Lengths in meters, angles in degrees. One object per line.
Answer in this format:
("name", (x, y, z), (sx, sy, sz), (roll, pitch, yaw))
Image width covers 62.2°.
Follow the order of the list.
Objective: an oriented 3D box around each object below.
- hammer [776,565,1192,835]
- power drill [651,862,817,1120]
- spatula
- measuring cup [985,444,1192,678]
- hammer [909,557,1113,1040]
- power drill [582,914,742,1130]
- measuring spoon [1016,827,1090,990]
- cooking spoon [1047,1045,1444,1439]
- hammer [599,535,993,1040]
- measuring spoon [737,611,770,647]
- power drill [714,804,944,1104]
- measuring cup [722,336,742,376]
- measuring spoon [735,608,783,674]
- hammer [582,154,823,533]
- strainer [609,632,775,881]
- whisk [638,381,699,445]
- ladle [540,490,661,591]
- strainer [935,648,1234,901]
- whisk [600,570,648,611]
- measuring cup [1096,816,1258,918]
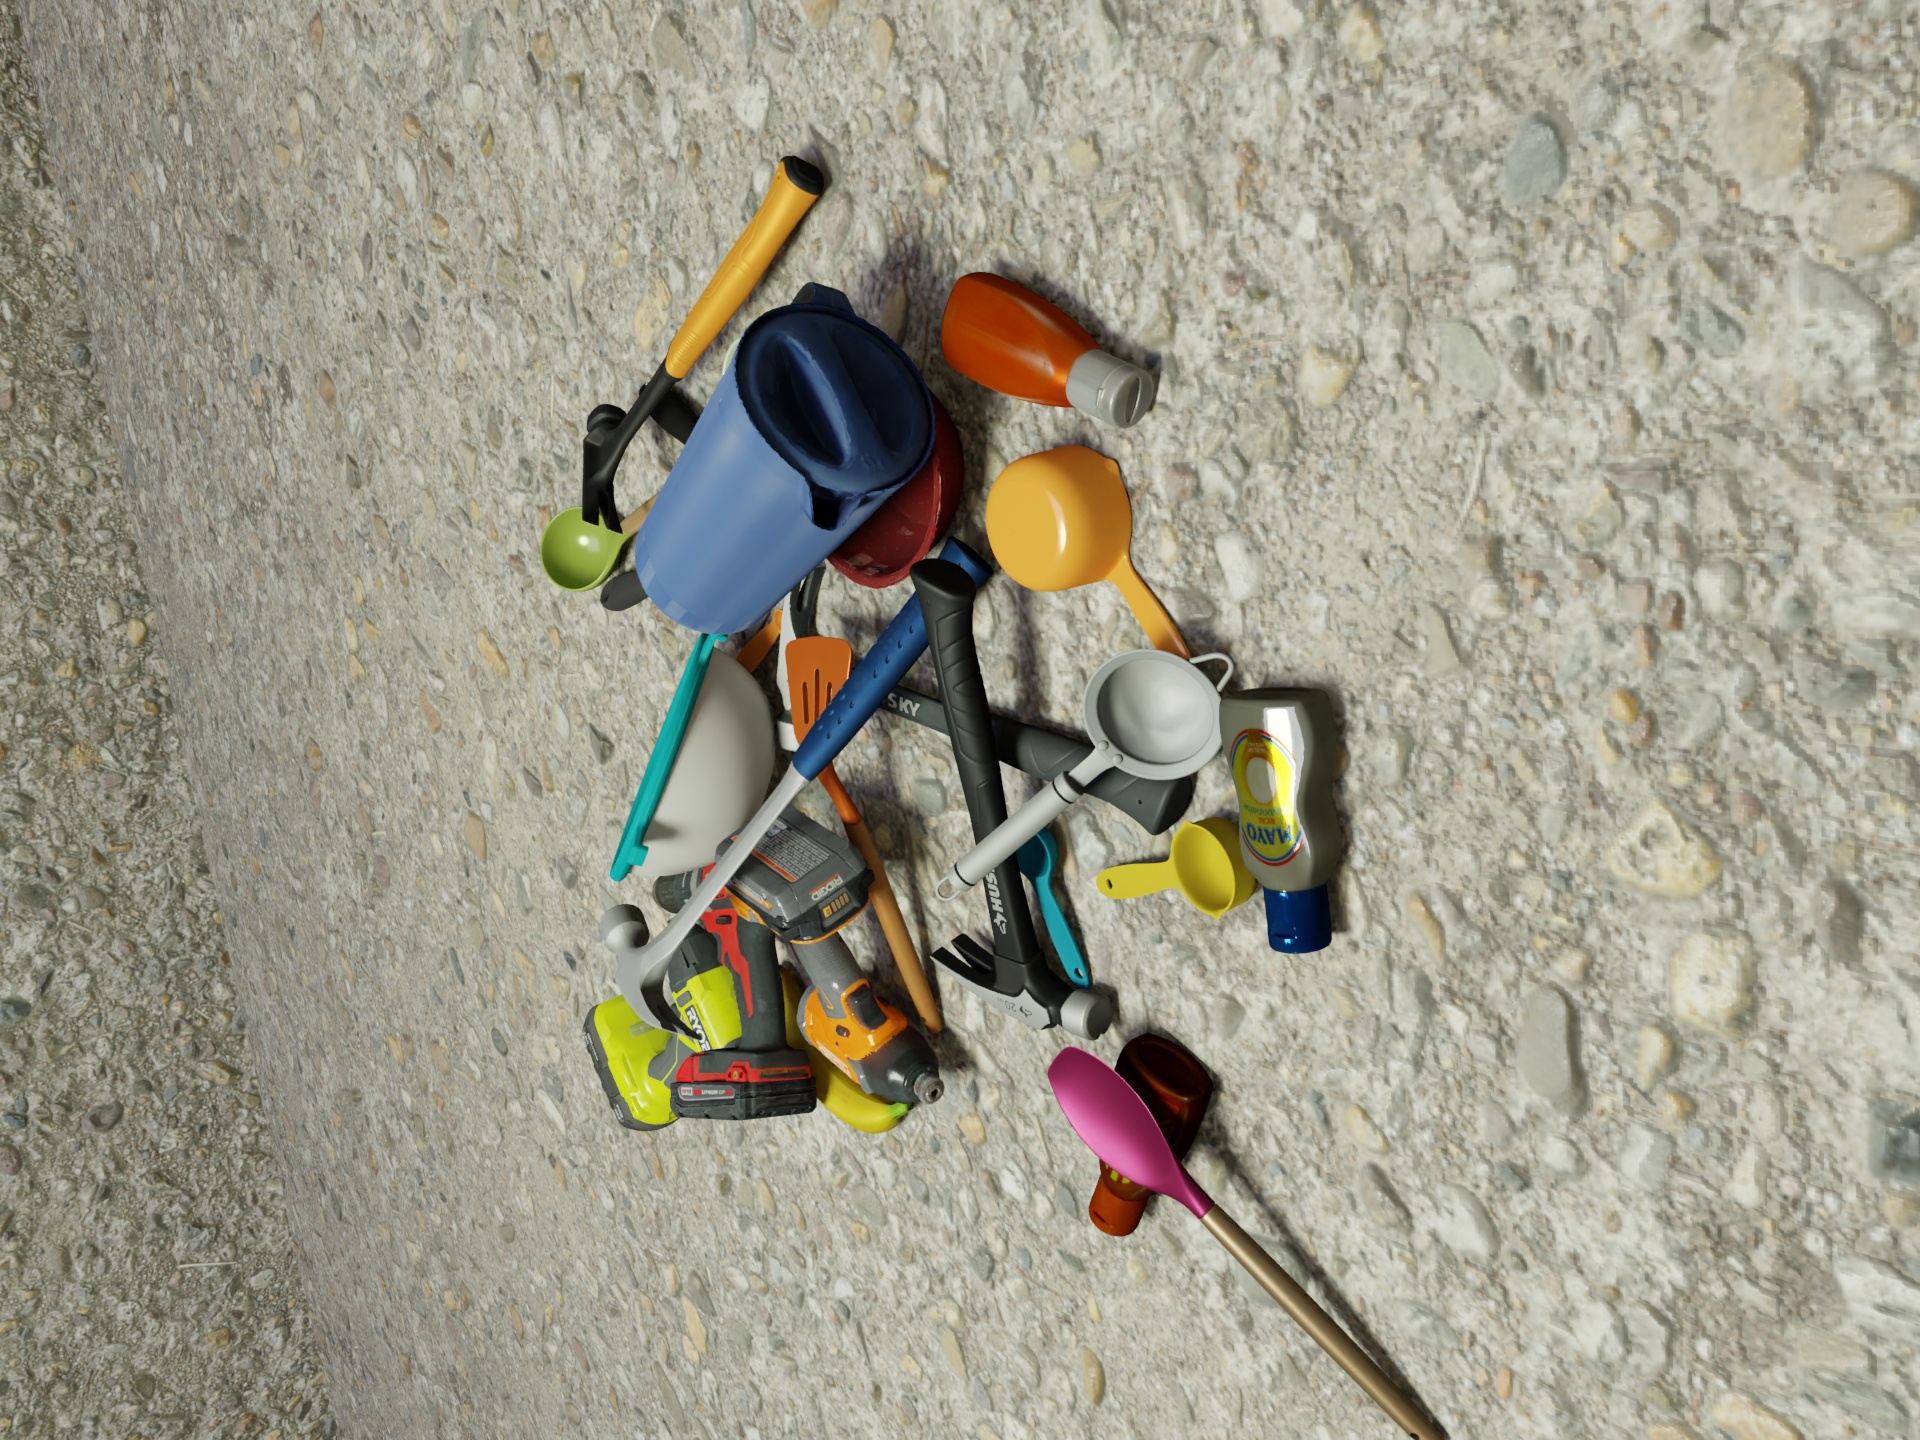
("hammer", (-0.002, -0.004, 1.110), (0.409, 0.036, 0.149), (20, 117, 44))
("power drill", (-0.200, 0.219, 1.353), (0.188, 0.080, 0.227), (-12, 76, 45))
("spatula", (-0.065, 0.092, 1.189), (0.081, 0.041, 0.322), (2, 118, 49))
("measuring cup", (0.078, -0.090, 0.966), (0.174, 0.052, 0.095), (57, 139, 20))
("hammer", (0.013, 0.053, 1.058), (0.146, 0.035, 0.334), (12, 122, 45))
("power drill", (-0.269, 0.289, 1.505), (0.223, 0.080, 0.171), (-39, 73, 45))
("measuring spoon", (0.068, 0.126, 1.091), (0.042, 0.021, 0.128), (-11, 104, 52))
("cooking spoon", (0.172, 0.324, 0.987), (0.319, 0.017, 0.068), (44, 131, 17))
("hammer", (-0.113, 0.046, 1.101), (0.405, 0.035, 0.144), (-51, 40, 13))
("measuring spoon", (-0.163, -0.096, 1.280), (0.034, 0.018, 0.124), (57, 139, 19))
("power drill", (-0.088, 0.188, 1.197), (0.164, 0.084, 0.226), (25, 142, 51))
("measuring cup", (-0.121, -0.210, 1.176), (0.083, 0.038, 0.168), (-41, 73, 49))
("measuring spoon", (-0.162, -0.061, 1.301), (0.021, 0.011, 0.117), (59, 143, 8))
("hammer", (-0.201, -0.284, 1.195), (0.336, 0.034, 0.127), (-43, 41, 38))
("strainer", (-0.218, 0.053, 1.339), (0.340, 0.095, 0.211), (144, 145, -72))
("whisk", (-0.195, -0.216, 1.258), (0.239, 0.055, 0.055), (43, 132, 39))
("ladle", (-0.281, -0.169, 1.333), (0.320, 0.062, 0.078), (-13, 81, 59))
("strainer", (0.071, 0.034, 0.973), (0.087, 0.050, 0.258), (45, 115, -6))
("whisk", (-0.245, -0.125, 1.340), (0.296, 0.073, 0.073), (-9, 96, 57))
("measuring cup", (0.134, 0.094, 0.997), (0.156, 0.029, 0.062), (-22, 86, 63))
